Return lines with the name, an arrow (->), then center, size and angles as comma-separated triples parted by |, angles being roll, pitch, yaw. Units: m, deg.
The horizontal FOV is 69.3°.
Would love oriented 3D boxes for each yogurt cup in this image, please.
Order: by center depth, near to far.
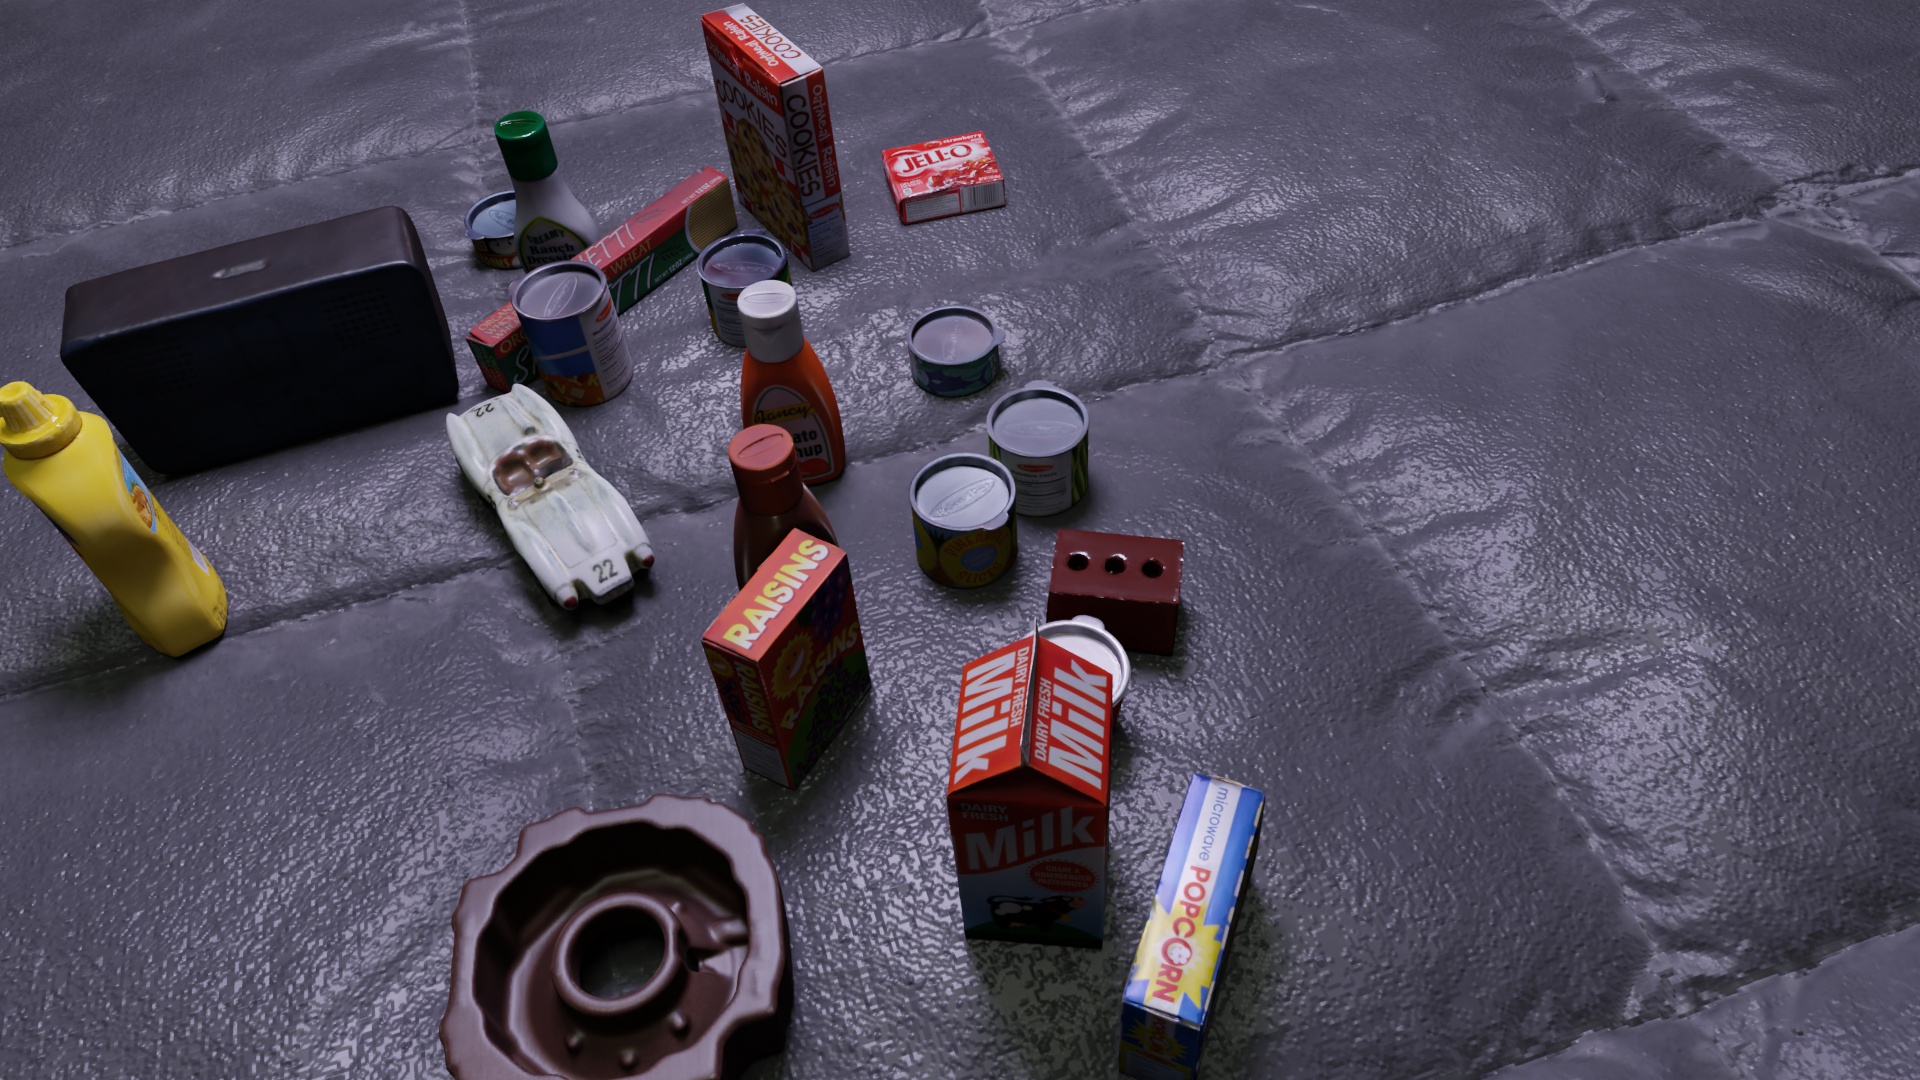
yogurt cup -> 0.061, 0.087, 0.783 | 0.072, 0.053, 0.073 | -2, 49, 2

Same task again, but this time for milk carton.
milk carton -> 0.035, 0.121, 0.665 | 0.073, 0.189, 0.073 | 2, 49, 7

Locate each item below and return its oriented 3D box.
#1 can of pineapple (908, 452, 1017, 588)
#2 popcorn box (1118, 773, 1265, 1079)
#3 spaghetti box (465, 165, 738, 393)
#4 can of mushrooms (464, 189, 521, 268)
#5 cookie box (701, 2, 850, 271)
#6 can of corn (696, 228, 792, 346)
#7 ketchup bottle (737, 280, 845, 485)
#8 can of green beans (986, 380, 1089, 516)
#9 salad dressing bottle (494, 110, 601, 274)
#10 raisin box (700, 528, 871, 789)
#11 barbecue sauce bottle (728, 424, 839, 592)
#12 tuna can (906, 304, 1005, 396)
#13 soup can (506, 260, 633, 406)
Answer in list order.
can of pineapple -> 0.003, -0.011, 0.871 | 0.071, 0.057, 0.071 | -2, 49, 2
popcorn box -> 0.112, 0.188, 0.670 | 0.038, 0.084, 0.127 | 14, 51, 16
spaghetti box -> -0.268, -0.203, 1.066 | 0.029, 0.050, 0.251 | 28, 56, 25
can of mushrooms -> -0.366, -0.252, 1.127 | 0.071, 0.033, 0.071 | -2, 49, 2
cookie box -> -0.142, -0.310, 1.073 | 0.040, 0.166, 0.123 | -29, 53, -20
can of corn -> -0.158, -0.189, 1.040 | 0.071, 0.058, 0.071 | -2, 49, 2
ketchup bottle -> -0.114, -0.100, 0.898 | 0.065, 0.148, 0.044 | -3, 49, 2
can of green beans -> 0.051, -0.058, 0.910 | 0.071, 0.057, 0.071 | -2, 49, 2
salad dressing bottle -> -0.312, -0.250, 1.045 | 0.064, 0.146, 0.044 | -4, 49, 1
raisin box -> -0.093, 0.067, 0.766 | 0.040, 0.122, 0.086 | 22, 54, 22
barbecue sauce bottle -> -0.104, -0.003, 0.812 | 0.065, 0.147, 0.044 | -29, 53, -19
tuna can -> -0.002, -0.136, 0.999 | 0.071, 0.032, 0.071 | -2, 49, 2
soup can -> -0.279, -0.148, 0.996 | 0.071, 0.083, 0.072 | -2, 49, 3
